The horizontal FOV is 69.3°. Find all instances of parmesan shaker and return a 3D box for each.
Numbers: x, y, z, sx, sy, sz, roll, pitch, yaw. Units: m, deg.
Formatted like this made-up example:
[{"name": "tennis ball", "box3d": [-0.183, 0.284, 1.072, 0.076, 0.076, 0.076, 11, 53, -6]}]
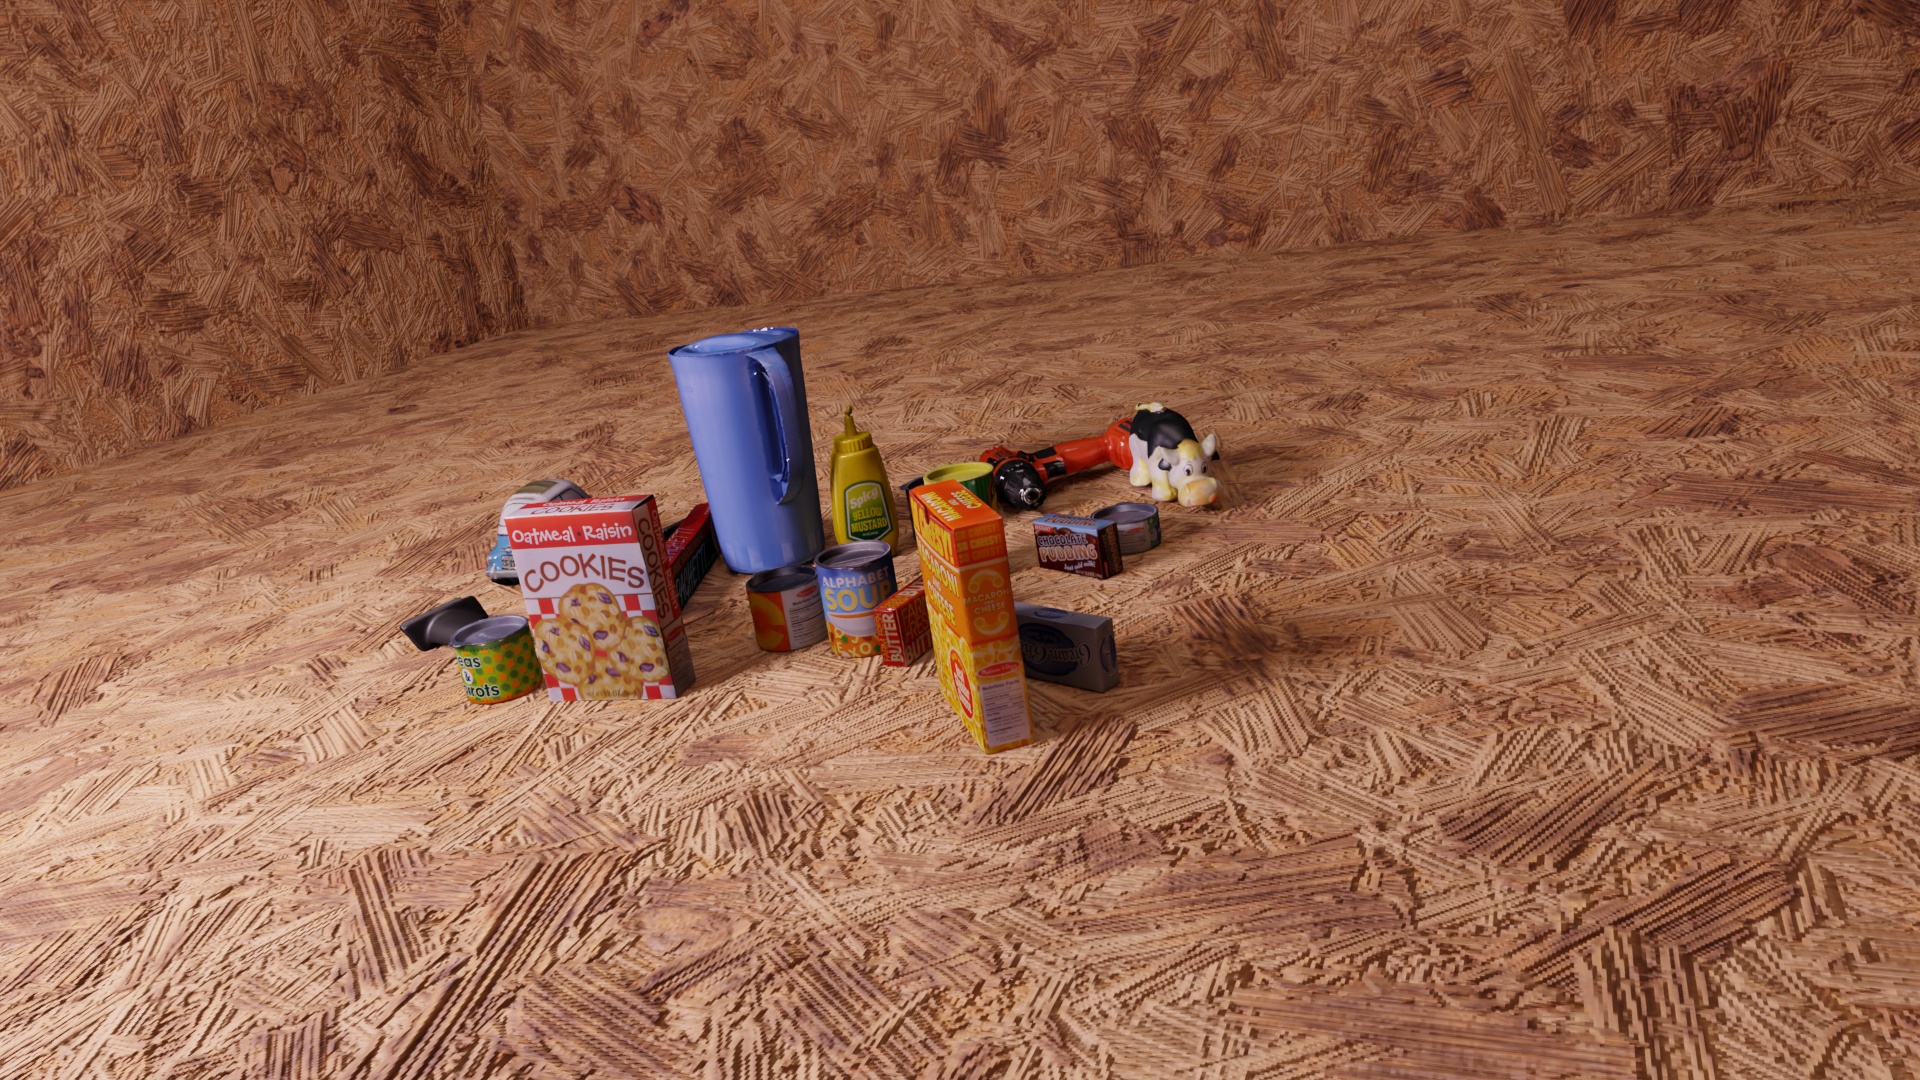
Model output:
[{"name": "parmesan shaker", "box3d": [0.005, -0.016, 1.312, 0.071, 0.102, 0.071, -8, 17, 3]}]

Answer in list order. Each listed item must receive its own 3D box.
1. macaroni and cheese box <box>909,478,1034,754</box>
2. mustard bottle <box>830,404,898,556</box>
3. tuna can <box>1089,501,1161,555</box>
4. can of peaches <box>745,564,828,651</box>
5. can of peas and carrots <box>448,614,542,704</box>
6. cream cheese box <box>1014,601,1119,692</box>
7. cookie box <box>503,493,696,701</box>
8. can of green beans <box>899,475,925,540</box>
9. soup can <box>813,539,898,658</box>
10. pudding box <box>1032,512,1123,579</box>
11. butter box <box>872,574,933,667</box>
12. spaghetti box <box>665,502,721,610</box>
[{"name": "macaroni and cheese box", "box3d": [0.006, 0.051, 0.993, 0.040, 0.166, 0.124, -13, 18, -13]}, {"name": "mustard bottle", "box3d": [-0.103, -0.058, 1.401, 0.065, 0.159, 0.049, -13, 17, -12]}, {"name": "tuna can", "box3d": [0.159, -0.012, 1.338, 0.071, 0.032, 0.071, -8, 17, 3]}, {"name": "can of peaches", "box3d": [-0.154, 0.059, 1.229, 0.071, 0.058, 0.071, -8, 17, 3]}, {"name": "can of peas and carrots", "box3d": [-0.406, 0.105, 1.211, 0.071, 0.058, 0.071, -8, 17, 3]}, {"name": "cream cheese box", "box3d": [0.072, 0.080, 1.058, 0.104, 0.053, 0.024, 7, 23, 42]}, {"name": "cookie box", "box3d": [-0.298, 0.049, 1.151, 0.123, 0.167, 0.040, -3, 18, 18]}, {"name": "can of green beans", "box3d": [-0.022, -0.035, 1.459, 0.071, 0.057, 0.071, -8, 17, 3]}, {"name": "soup can", "box3d": [-0.085, 0.050, 1.179, 0.071, 0.083, 0.071, -8, 17, 3]}, {"name": "pudding box", "box3d": [0.108, 0.004, 1.285, 0.030, 0.049, 0.083, -23, 22, -38]}, {"name": "butter box", "box3d": [-0.033, 0.062, 1.167, 0.024, 0.053, 0.104, 1, 20, 31]}, {"name": "spaghetti box", "box3d": [-0.284, 0.019, 1.433, 0.029, 0.050, 0.251, -7, 17, 6]}]
